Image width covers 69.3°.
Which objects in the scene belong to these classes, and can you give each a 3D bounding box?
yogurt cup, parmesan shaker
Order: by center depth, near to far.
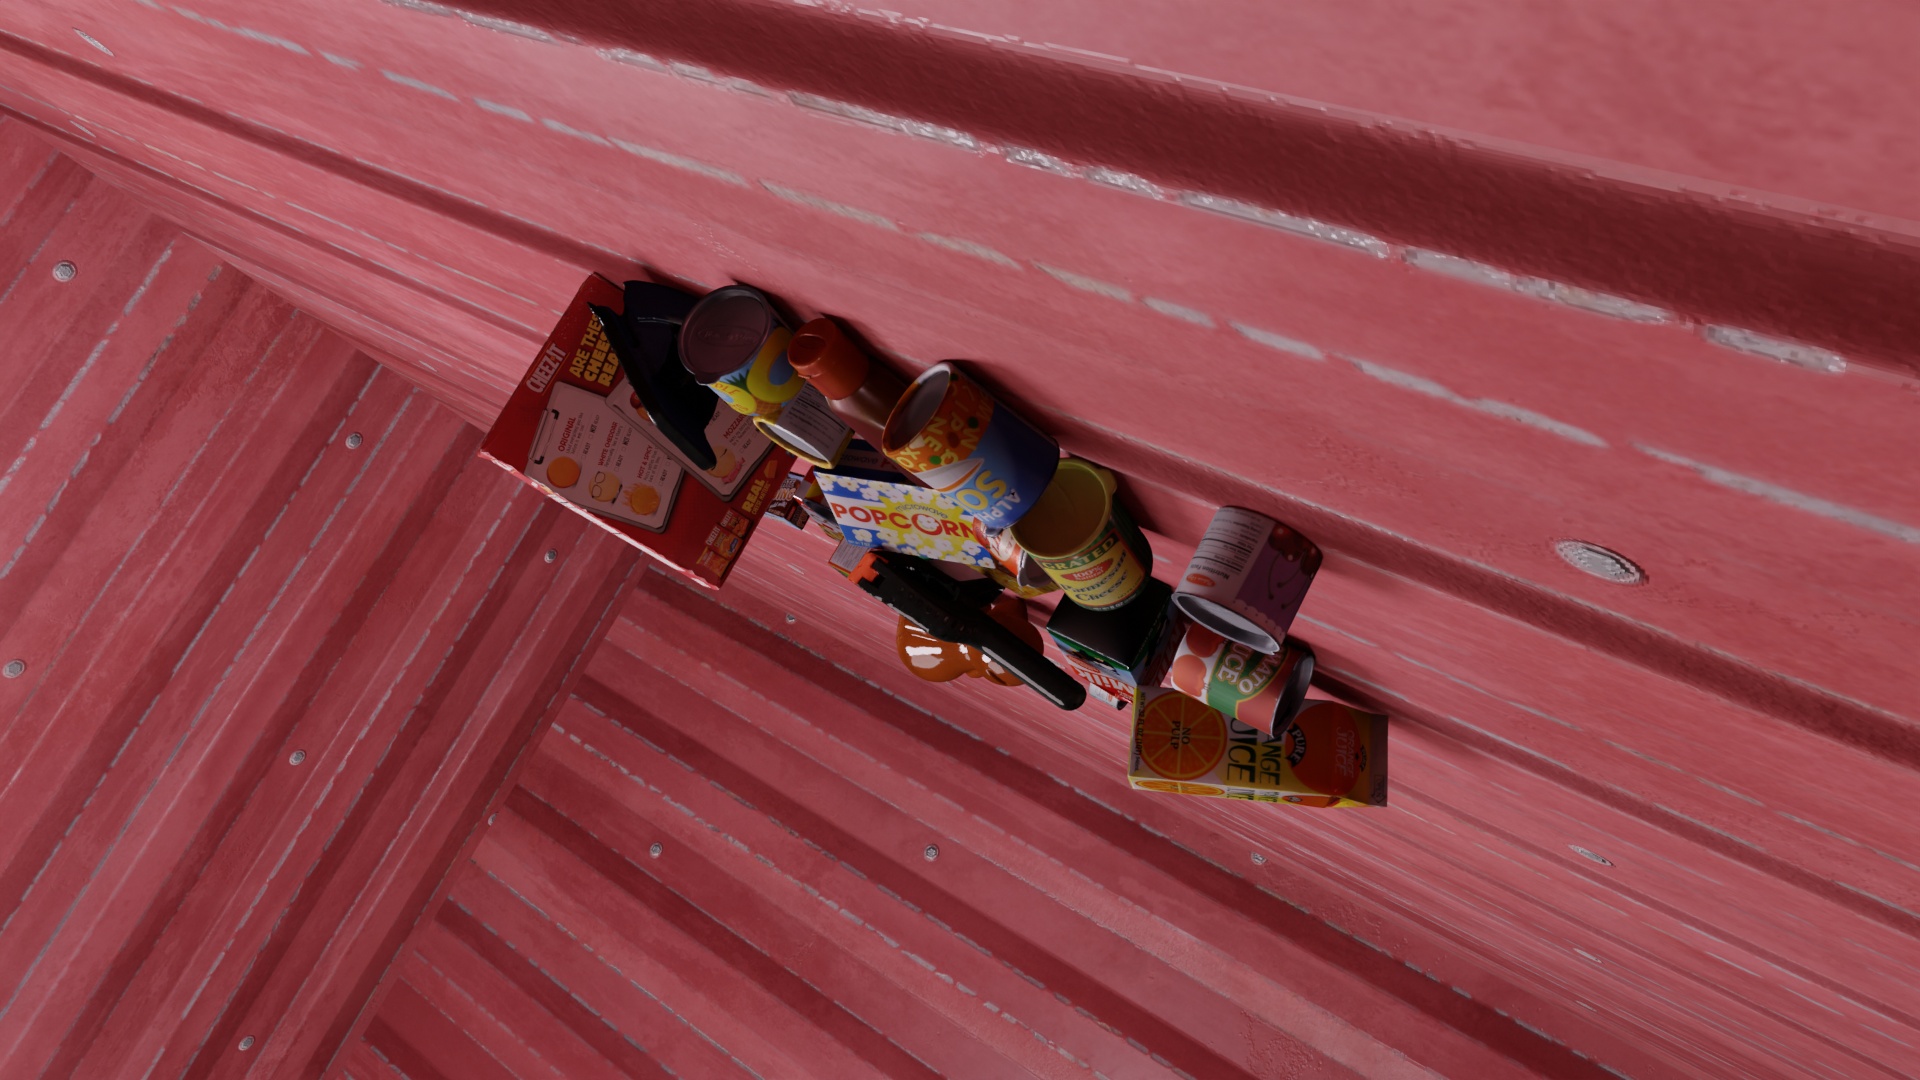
[{"bbox_3d":[0.080,-0.003,0.876,0.071,0.071,0.103,24,169,30],"label":"parmesan shaker"},{"bbox_3d":[0.045,-0.009,0.944,0.054,0.072,0.072,33,173,31],"label":"yogurt cup"}]

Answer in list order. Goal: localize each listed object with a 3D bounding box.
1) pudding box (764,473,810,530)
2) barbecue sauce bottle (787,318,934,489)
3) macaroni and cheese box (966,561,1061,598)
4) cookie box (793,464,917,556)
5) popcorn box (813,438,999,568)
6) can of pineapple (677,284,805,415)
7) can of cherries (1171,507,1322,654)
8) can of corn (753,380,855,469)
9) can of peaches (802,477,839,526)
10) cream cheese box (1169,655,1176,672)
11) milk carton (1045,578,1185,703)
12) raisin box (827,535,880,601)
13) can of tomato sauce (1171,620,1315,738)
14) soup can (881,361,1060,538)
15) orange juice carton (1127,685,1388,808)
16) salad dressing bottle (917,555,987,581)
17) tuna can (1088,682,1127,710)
[{"bbox_3d":[-0.185,-0.045,1.462,0.030,0.050,0.084,35,170,-37],"label":"pudding box"},{"bbox_3d":[-0.052,-0.086,0.888,0.065,0.044,0.148,20,166,42],"label":"barbecue sauce bottle"},{"bbox_3d":[0.004,-0.014,1.104,0.166,0.040,0.123,30,169,-6],"label":"macaroni and cheese box"},{"bbox_3d":[-0.088,-0.012,1.384,0.123,0.040,0.167,27,171,13],"label":"cookie box"},{"bbox_3d":[-0.033,-0.028,0.997,0.127,0.038,0.084,9,143,24],"label":"popcorn box"},{"bbox_3d":[-0.138,-0.119,0.887,0.071,0.071,0.057,24,169,30],"label":"can of pineapple"},{"bbox_3d":[0.163,0.023,0.782,0.071,0.058,0.071,28,169,6],"label":"can of cherries"},{"bbox_3d":[-0.102,-0.090,0.963,0.071,0.058,0.071,29,170,6],"label":"can of corn"},{"bbox_3d":[-0.093,-0.042,1.187,0.071,0.058,0.071,28,171,5],"label":"can of peaches"},{"bbox_3d":[0.203,0.105,1.187,0.053,0.024,0.103,31,170,-15],"label":"cream cheese box"},{"bbox_3d":[0.131,0.080,1.123,0.073,0.072,0.190,25,170,20],"label":"milk carton"},{"bbox_3d":[-0.054,0.042,1.306,0.123,0.040,0.086,24,168,44],"label":"raisin box"},{"bbox_3d":[0.205,0.095,1.009,0.083,0.071,0.071,25,169,28],"label":"can of tomato sauce"},{"bbox_3d":[0.005,-0.053,0.810,0.083,0.071,0.071,34,169,-24],"label":"soup can"},{"bbox_3d":[0.227,0.159,1.061,0.193,0.072,0.073,4,163,12],"label":"orange juice carton"},{"bbox_3d":[-0.013,0.014,1.290,0.064,0.044,0.147,25,169,29],"label":"salad dressing bottle"},{"bbox_3d":[0.152,0.124,1.318,0.033,0.071,0.071,27,170,20],"label":"tuna can"}]
